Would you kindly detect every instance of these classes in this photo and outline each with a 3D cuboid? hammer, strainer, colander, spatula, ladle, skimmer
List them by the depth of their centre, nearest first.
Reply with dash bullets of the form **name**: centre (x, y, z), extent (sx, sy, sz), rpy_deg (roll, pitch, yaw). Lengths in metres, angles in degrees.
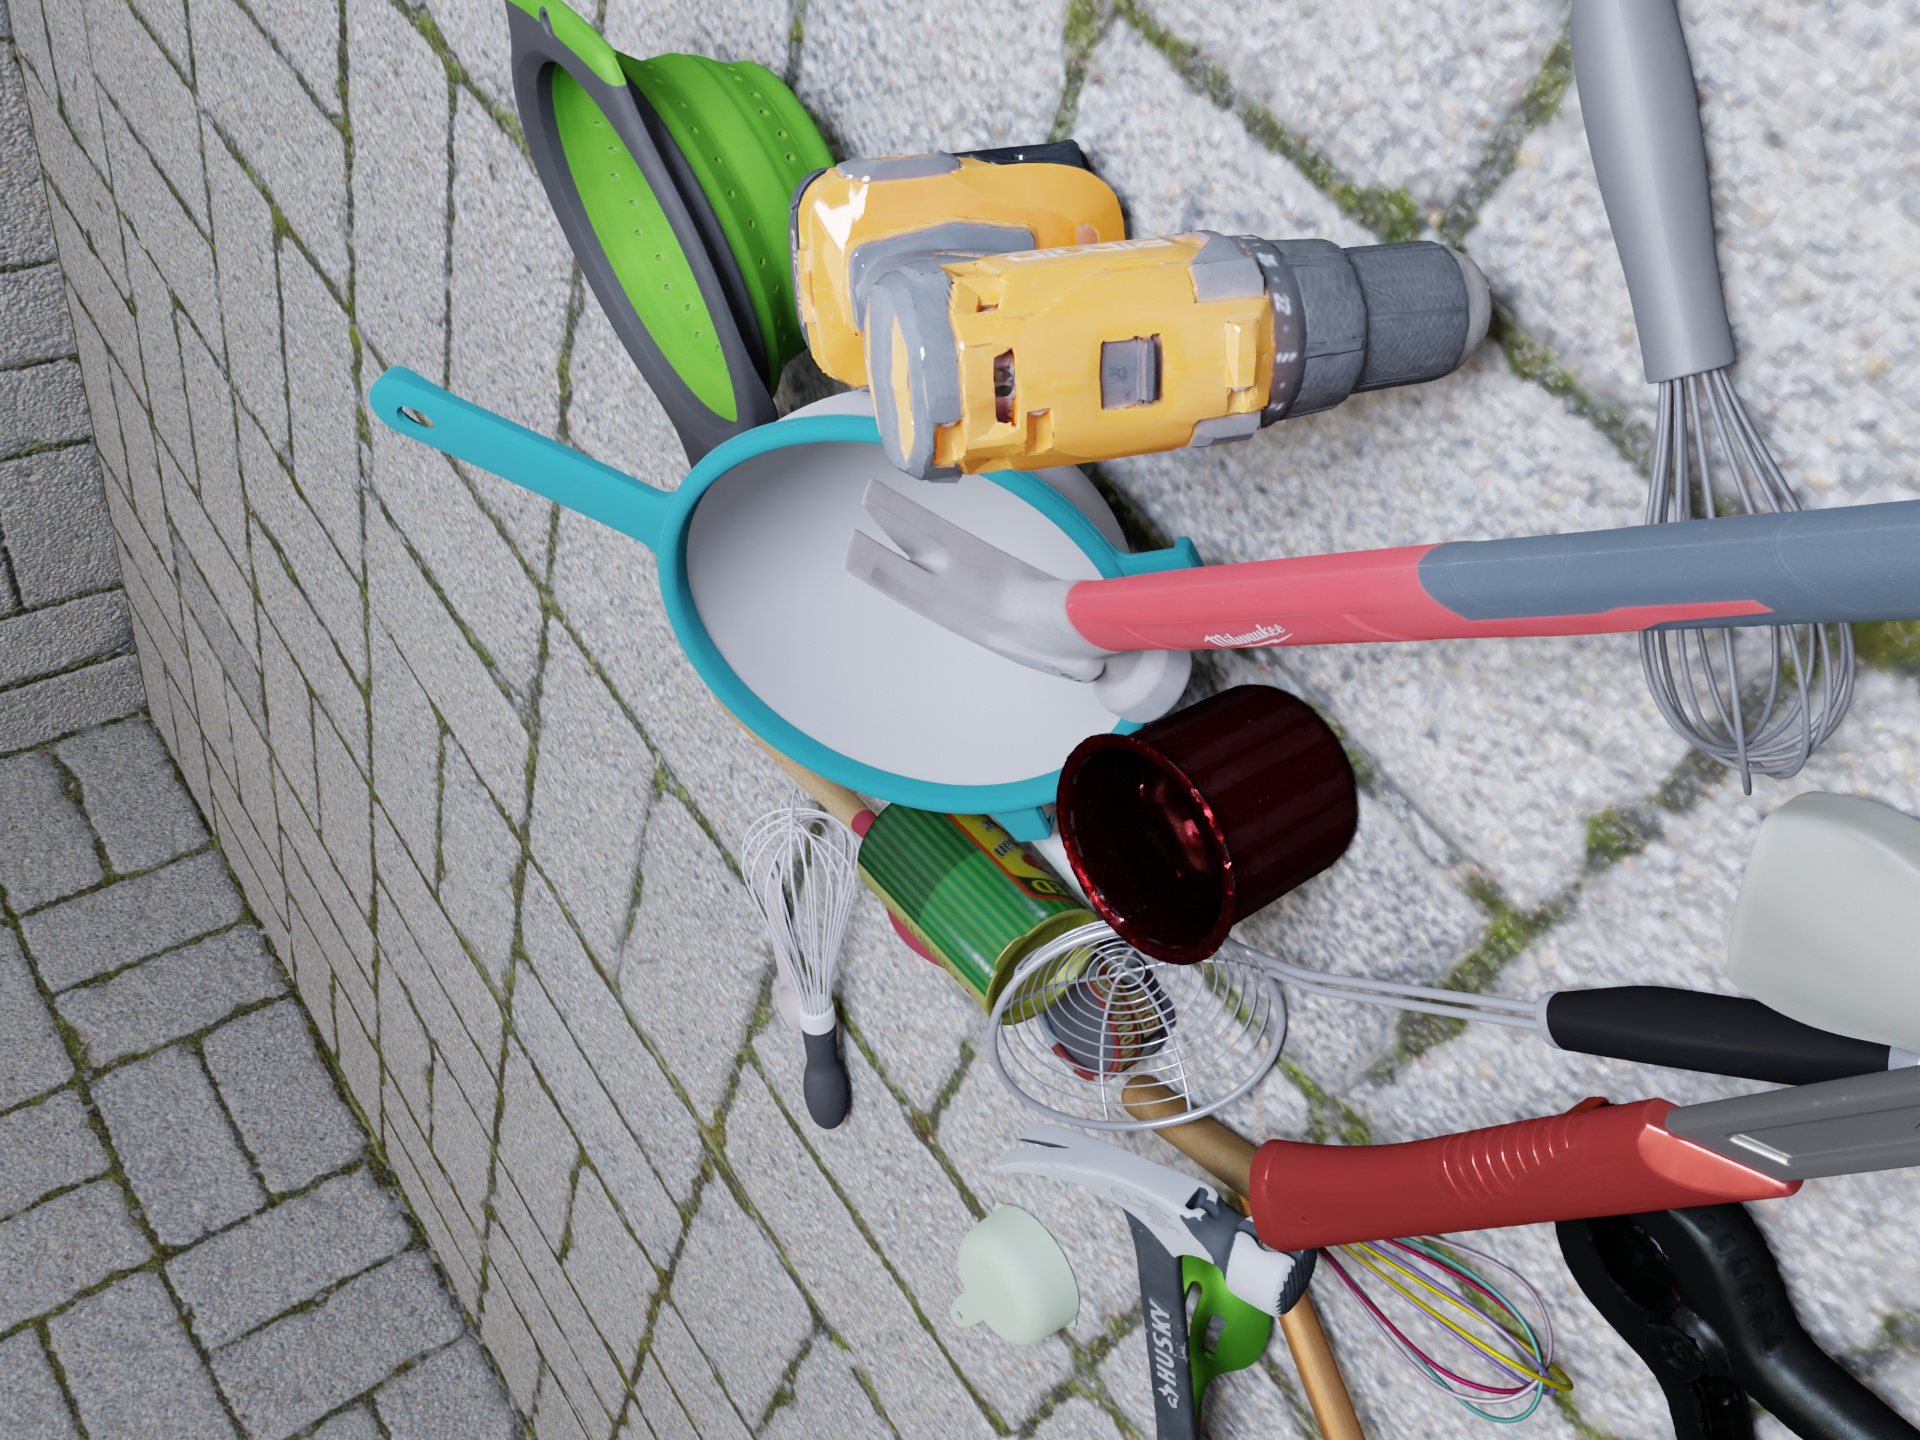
- **hammer**: centre (0.129, -0.040, 0.409), extent (0.386, 0.143, 0.038), rpy_deg (0, 70, 52)
- **hammer**: centre (0.207, 0.139, 0.481), extent (0.149, 0.037, 0.359), rpy_deg (45, 148, -3)
- **skimmer**: centre (0.155, 0.128, 0.582), extent (0.127, 0.090, 0.363), rpy_deg (44, 154, -27)
- **strainer**: centre (-0.071, -0.089, 0.669), extent (0.340, 0.095, 0.210), rpy_deg (24, 139, -1)
- **spatula**: centre (0.181, 0.366, 0.703), extent (0.081, 0.041, 0.323), rpy_deg (-36, 71, 55)
- **colander**: centre (-0.101, -0.176, 0.782), extent (0.205, 0.094, 0.396), rpy_deg (47, 160, 35)
- **hammer**: centre (0.102, 0.354, 0.785), extent (0.149, 0.036, 0.408), rpy_deg (20, 134, 35)
- **ladle**: centre (-0.066, 0.045, 0.888), extent (0.316, 0.069, 0.031), rpy_deg (37, 135, 47)

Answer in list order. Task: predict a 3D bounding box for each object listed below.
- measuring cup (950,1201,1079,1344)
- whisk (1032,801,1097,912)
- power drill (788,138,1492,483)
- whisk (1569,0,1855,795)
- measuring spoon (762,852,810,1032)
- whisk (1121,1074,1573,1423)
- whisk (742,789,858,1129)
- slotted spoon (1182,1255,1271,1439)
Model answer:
- **measuring cup**: centre (0.015, 0.350, 0.964), extent (0.083, 0.038, 0.167), rpy_deg (55, 143, 17)
- **whisk**: centre (-0.001, -0.002, 0.769), extent (0.246, 0.058, 0.059), rpy_deg (49, 180, 19)
- **power drill**: centre (0.044, -0.141, 0.527), extent (0.226, 0.185, 0.084), rpy_deg (-125, 28, -61)
- **whisk**: centre (0.196, -0.095, 0.429), extent (0.055, 0.055, 0.239), rpy_deg (-4, 102, 56)
- **measuring spoon**: centre (-0.112, 0.145, 1.050), extent (0.034, 0.018, 0.124), rpy_deg (7, 108, 54)
- **whisk**: centre (0.155, 0.217, 0.685), extent (0.245, 0.047, 0.051), rpy_deg (26, 118, 51)
- **whisk**: centre (-0.092, 0.161, 0.990), extent (0.070, 0.070, 0.284), rpy_deg (36, 141, 39)
- **slotted spoon**: centre (0.120, 0.383, 0.847), extent (0.070, 0.031, 0.313), rpy_deg (31, 134, 37)
